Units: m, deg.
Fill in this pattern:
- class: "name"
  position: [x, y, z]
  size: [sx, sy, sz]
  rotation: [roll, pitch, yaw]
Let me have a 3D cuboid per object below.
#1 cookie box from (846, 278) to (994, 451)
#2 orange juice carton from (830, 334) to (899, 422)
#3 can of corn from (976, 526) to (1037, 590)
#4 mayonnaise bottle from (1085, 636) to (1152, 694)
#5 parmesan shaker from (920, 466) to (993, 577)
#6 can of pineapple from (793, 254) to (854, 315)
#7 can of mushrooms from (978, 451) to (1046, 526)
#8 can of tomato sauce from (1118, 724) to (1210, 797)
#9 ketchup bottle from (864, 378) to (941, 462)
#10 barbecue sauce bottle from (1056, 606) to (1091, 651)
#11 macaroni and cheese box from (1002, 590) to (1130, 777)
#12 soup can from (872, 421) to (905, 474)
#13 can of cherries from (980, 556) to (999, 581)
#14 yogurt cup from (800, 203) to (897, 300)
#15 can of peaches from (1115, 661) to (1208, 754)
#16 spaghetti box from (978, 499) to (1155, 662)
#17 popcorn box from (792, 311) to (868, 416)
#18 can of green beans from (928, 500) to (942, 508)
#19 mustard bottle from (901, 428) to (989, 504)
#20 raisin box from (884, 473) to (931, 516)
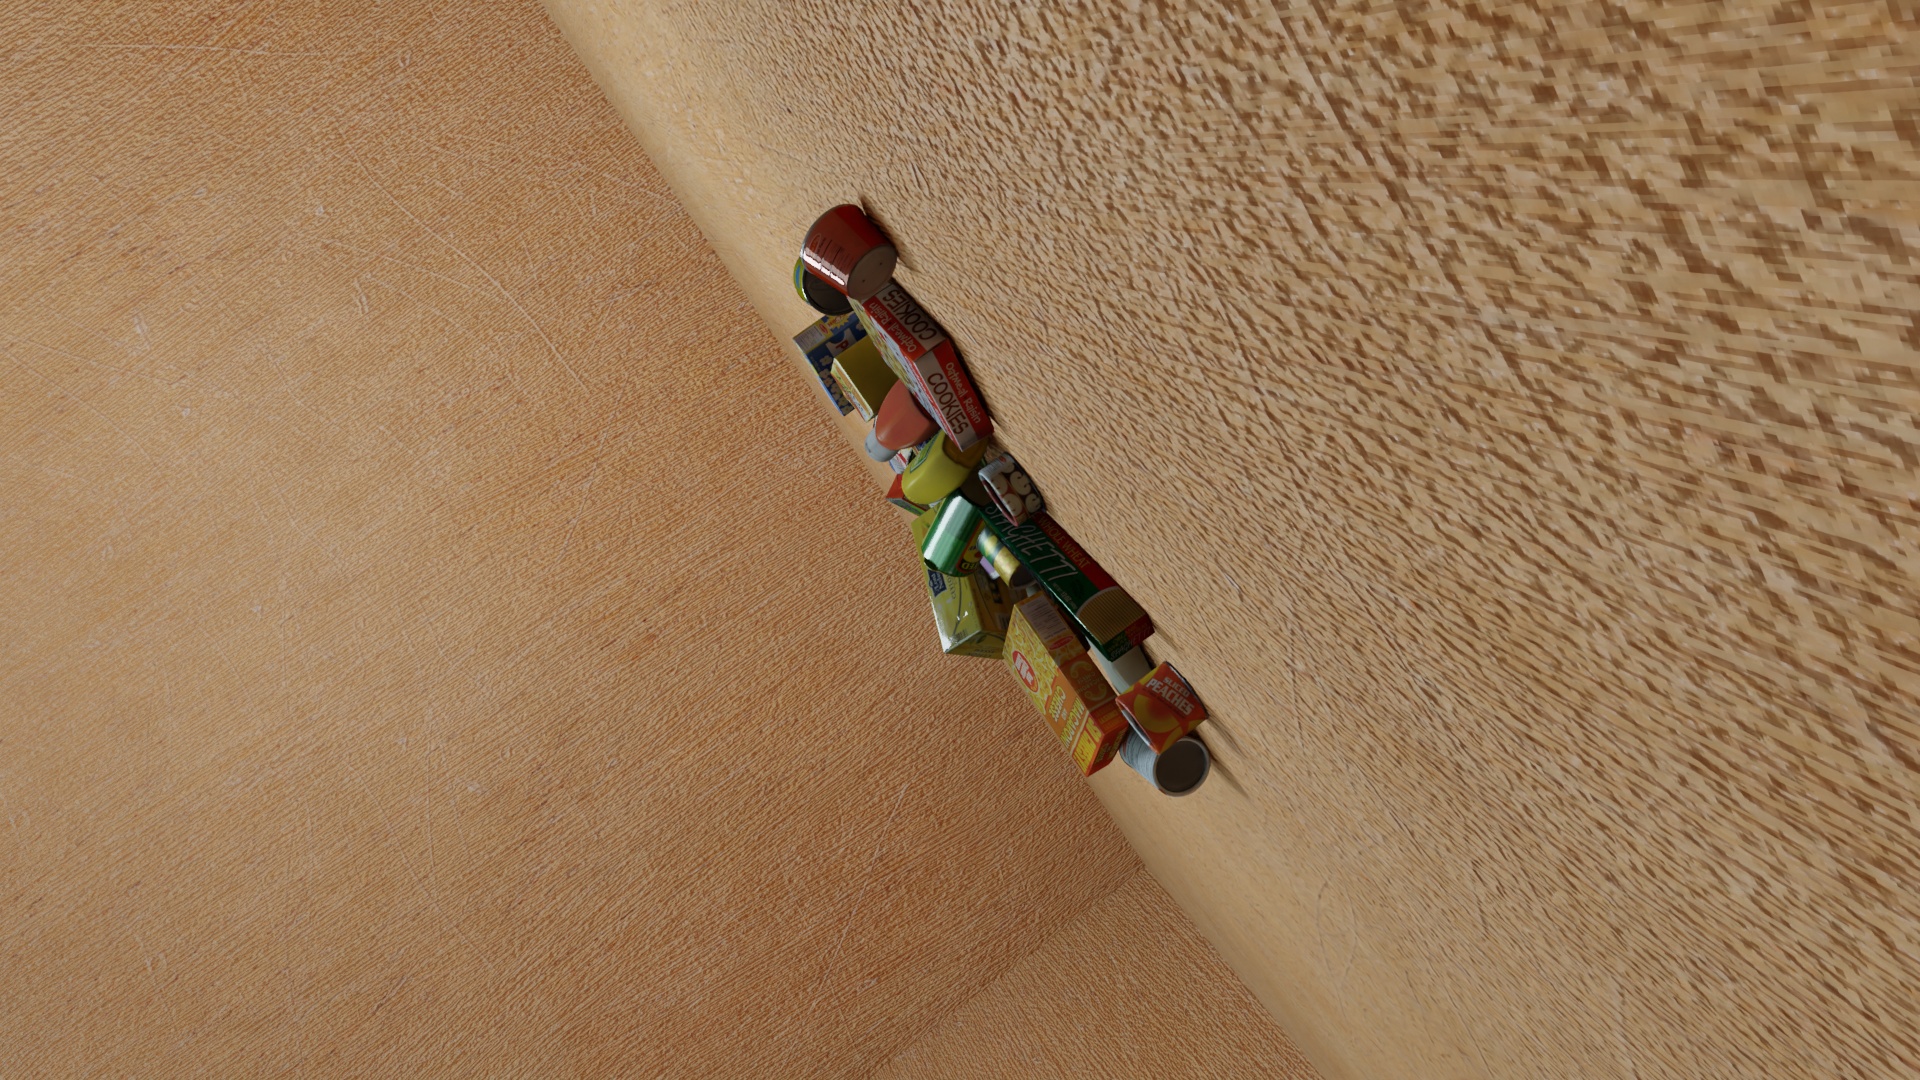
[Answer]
- class: "cookie box"
  position: [-0.041, -0.172, 1.266]
  size: [0.168, 0.040, 0.122]
  rotation: [51, 175, 43]
- class: "orange juice carton"
  position: [-0.093, -0.181, 1.531]
  size: [0.073, 0.072, 0.192]
  rotation: [55, 175, -5]
- class: "can of corn"
  position: [0.060, 0.007, 1.419]
  size: [0.058, 0.071, 0.071]
  rotation: [51, 175, 27]
- class: "mayonnaise bottle"
  position: [0.147, 0.097, 1.346]
  size: [0.065, 0.041, 0.147]
  rotation: [49, 172, 50]
- class: "parmesan shaker"
  position: [0.005, -0.018, 1.451]
  size: [0.071, 0.071, 0.102]
  rotation: [52, 136, 26]
- class: "can of pineapple"
  position: [-0.127, -0.257, 1.356]
  size: [0.071, 0.071, 0.058]
  rotation: [56, 175, -22]
- class: "can of mushrooms"
  position: [0.049, -0.046, 1.318]
  size: [0.071, 0.033, 0.071]
  rotation: [53, 175, 8]
- class: "can of tomato sauce"
  position: [0.212, 0.219, 1.432]
  size: [0.071, 0.071, 0.083]
  rotation: [56, 172, -20]
- class: "ketchup bottle"
  position: [-0.058, -0.122, 1.414]
  size: [0.148, 0.044, 0.065]
  rotation: [-38, 73, 60]
- class: "barbecue sauce bottle"
  position: [0.120, 0.096, 1.511]
  size: [0.044, 0.065, 0.148]
  rotation: [62, 169, 18]
- class: "macaroni and cheese box"
  position: [0.110, 0.151, 1.456]
  size: [0.167, 0.040, 0.123]
  rotation: [55, 159, 23]
- class: "soup can"
  position: [-0.068, -0.128, 1.732]
  size: [0.071, 0.071, 0.083]
  rotation: [52, 174, 26]
- class: "can of cherries"
  position: [0.046, 0.002, 1.525]
  size: [0.058, 0.071, 0.071]
  rotation: [55, 175, 2]
- class: "yogurt cup"
  position: [-0.089, -0.235, 1.143]
  size: [0.054, 0.072, 0.072]
  rotation: [43, 171, 23]
- class: "can of peaches"
  position: [0.184, 0.153, 1.273]
  size: [0.071, 0.058, 0.071]
  rotation: [54, 176, 6]
- class: "spaghetti box"
  position: [0.093, 0.025, 1.297]
  size: [0.251, 0.050, 0.028]
  rotation: [49, 171, 49]
- class: "popcorn box"
  position: [-0.130, -0.211, 1.608]
  size: [0.038, 0.085, 0.126]
  rotation: [52, 175, 33]
- class: "can of green beans"
  position: [-0.015, -0.067, 1.633]
  size: [0.057, 0.071, 0.071]
  rotation: [58, 174, -34]
- class: "mustard bottle"
  position: [-0.025, -0.070, 1.388]
  size: [0.049, 0.065, 0.159]
  rotation: [35, 151, -9]
- class: "raisin box"
  position: [-0.023, -0.040, 1.723]
  size: [0.123, 0.040, 0.086]
  rotation: [28, 173, -15]
